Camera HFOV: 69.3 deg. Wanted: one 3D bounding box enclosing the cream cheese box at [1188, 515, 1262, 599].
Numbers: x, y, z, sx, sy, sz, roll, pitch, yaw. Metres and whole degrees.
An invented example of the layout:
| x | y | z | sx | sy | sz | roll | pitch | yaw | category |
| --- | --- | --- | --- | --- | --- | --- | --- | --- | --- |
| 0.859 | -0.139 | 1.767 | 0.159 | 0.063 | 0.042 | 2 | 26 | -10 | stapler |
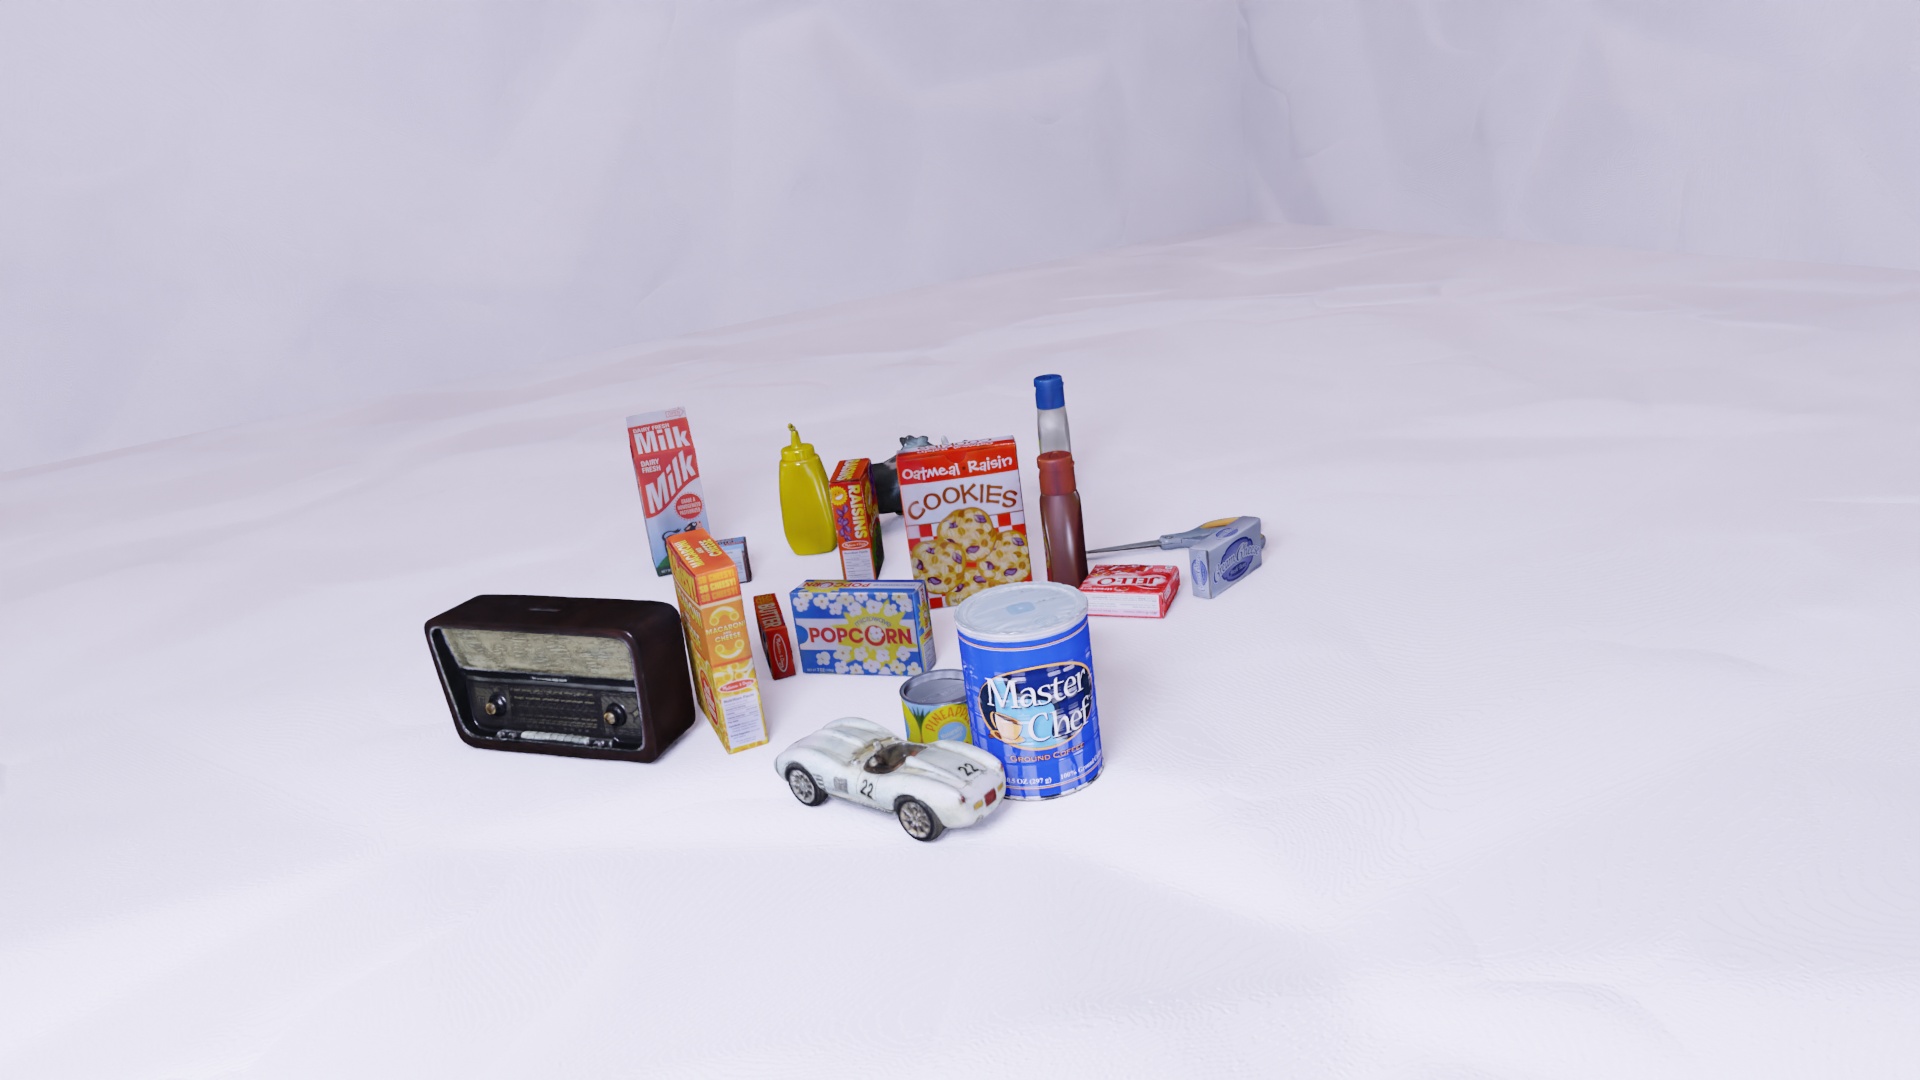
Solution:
| x | y | z | sx | sy | sz | roll | pitch | yaw | category |
| --- | --- | --- | --- | --- | --- | --- | --- | --- | --- |
| 0.270 | 0.016 | 1.405 | 0.024 | 0.053 | 0.104 | 10 | 25 | 41 | cream cheese box |

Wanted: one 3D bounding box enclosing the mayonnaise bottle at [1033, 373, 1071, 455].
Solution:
| x | y | z | sx | sy | sz | roll | pitch | yaw | category |
| --- | --- | --- | --- | --- | --- | --- | --- | --- | --- |
| 0.117 | -0.134 | 1.747 | 0.041 | 0.147 | 0.065 | -6 | 19 | 6 | mayonnaise bottle |

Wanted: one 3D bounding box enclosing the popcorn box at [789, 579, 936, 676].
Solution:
| x | y | z | sx | sy | sz | roll | pitch | yaw | category |
| --- | --- | --- | --- | --- | --- | --- | --- | --- | --- |
| -0.091 | 0.081 | 1.307 | 0.126 | 0.085 | 0.038 | -1 | 20 | 19 | popcorn box |

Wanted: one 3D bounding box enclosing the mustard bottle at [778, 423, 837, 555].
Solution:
| x | y | z | sx | sy | sz | roll | pitch | yaw | category |
| --- | --- | --- | --- | --- | --- | --- | --- | --- | --- |
| -0.183 | -0.063 | 1.639 | 0.065 | 0.159 | 0.049 | -5 | 19 | 8 | mustard bottle |

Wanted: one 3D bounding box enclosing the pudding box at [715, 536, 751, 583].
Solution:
| x | y | z | sx | sy | sz | roll | pitch | yaw | category |
| --- | --- | --- | --- | --- | --- | --- | --- | --- | --- |
| -0.284 | 0.027 | 1.588 | 0.084 | 0.049 | 0.030 | -9 | 19 | -4 | pudding box |

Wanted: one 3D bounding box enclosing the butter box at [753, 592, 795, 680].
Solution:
| x | y | z | sx | sy | sz | roll | pitch | yaw | category |
| --- | --- | --- | --- | --- | --- | --- | --- | --- | --- |
| -0.183 | 0.092 | 1.359 | 0.024 | 0.053 | 0.104 | -11 | 19 | -11 | butter box |

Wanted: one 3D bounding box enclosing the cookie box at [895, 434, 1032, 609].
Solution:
| x | y | z | sx | sy | sz | roll | pitch | yaw | category |
| --- | --- | --- | --- | --- | --- | --- | --- | --- | --- |
| 0.005 | -0.018 | 1.429 | 0.123 | 0.166 | 0.040 | -8 | 19 | -1 | cookie box |

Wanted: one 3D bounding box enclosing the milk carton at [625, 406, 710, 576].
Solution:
| x | y | z | sx | sy | sz | roll | pitch | yaw | category |
| --- | --- | --- | --- | --- | --- | --- | --- | --- | --- |
| -0.345 | -0.062 | 1.649 | 0.072 | 0.189 | 0.073 | -13 | 19 | -14 | milk carton |

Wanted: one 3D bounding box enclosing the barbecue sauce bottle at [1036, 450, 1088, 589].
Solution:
| x | y | z | sx | sy | sz | roll | pitch | yaw | category |
| --- | --- | --- | --- | --- | --- | --- | --- | --- | --- |
| 0.104 | -0.016 | 1.417 | 0.044 | 0.148 | 0.065 | -5 | 19 | 7 | barbecue sauce bottle |

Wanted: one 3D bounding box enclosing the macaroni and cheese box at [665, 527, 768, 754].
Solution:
| x | y | z | sx | sy | sz | roll | pitch | yaw | category |
| --- | --- | --- | --- | --- | --- | --- | --- | --- | --- |
| -0.215 | 0.086 | 1.217 | 0.040 | 0.165 | 0.124 | -14 | 20 | -19 | macaroni and cheese box |

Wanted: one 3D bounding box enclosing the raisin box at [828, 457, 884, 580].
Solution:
| x | y | z | sx | sy | sz | roll | pitch | yaw | category |
| --- | --- | --- | --- | --- | --- | --- | --- | --- | --- |
| -0.115 | -0.022 | 1.551 | 0.040 | 0.123 | 0.086 | -5 | 19 | 6 | raisin box |

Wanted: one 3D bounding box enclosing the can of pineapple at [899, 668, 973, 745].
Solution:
| x | y | z | sx | sy | sz | roll | pitch | yaw | category |
| --- | --- | --- | --- | --- | --- | --- | --- | --- | --- |
| -0.013 | 0.145 | 1.137 | 0.071 | 0.057 | 0.071 | -7 | 19 | 2 | can of pineapple |
